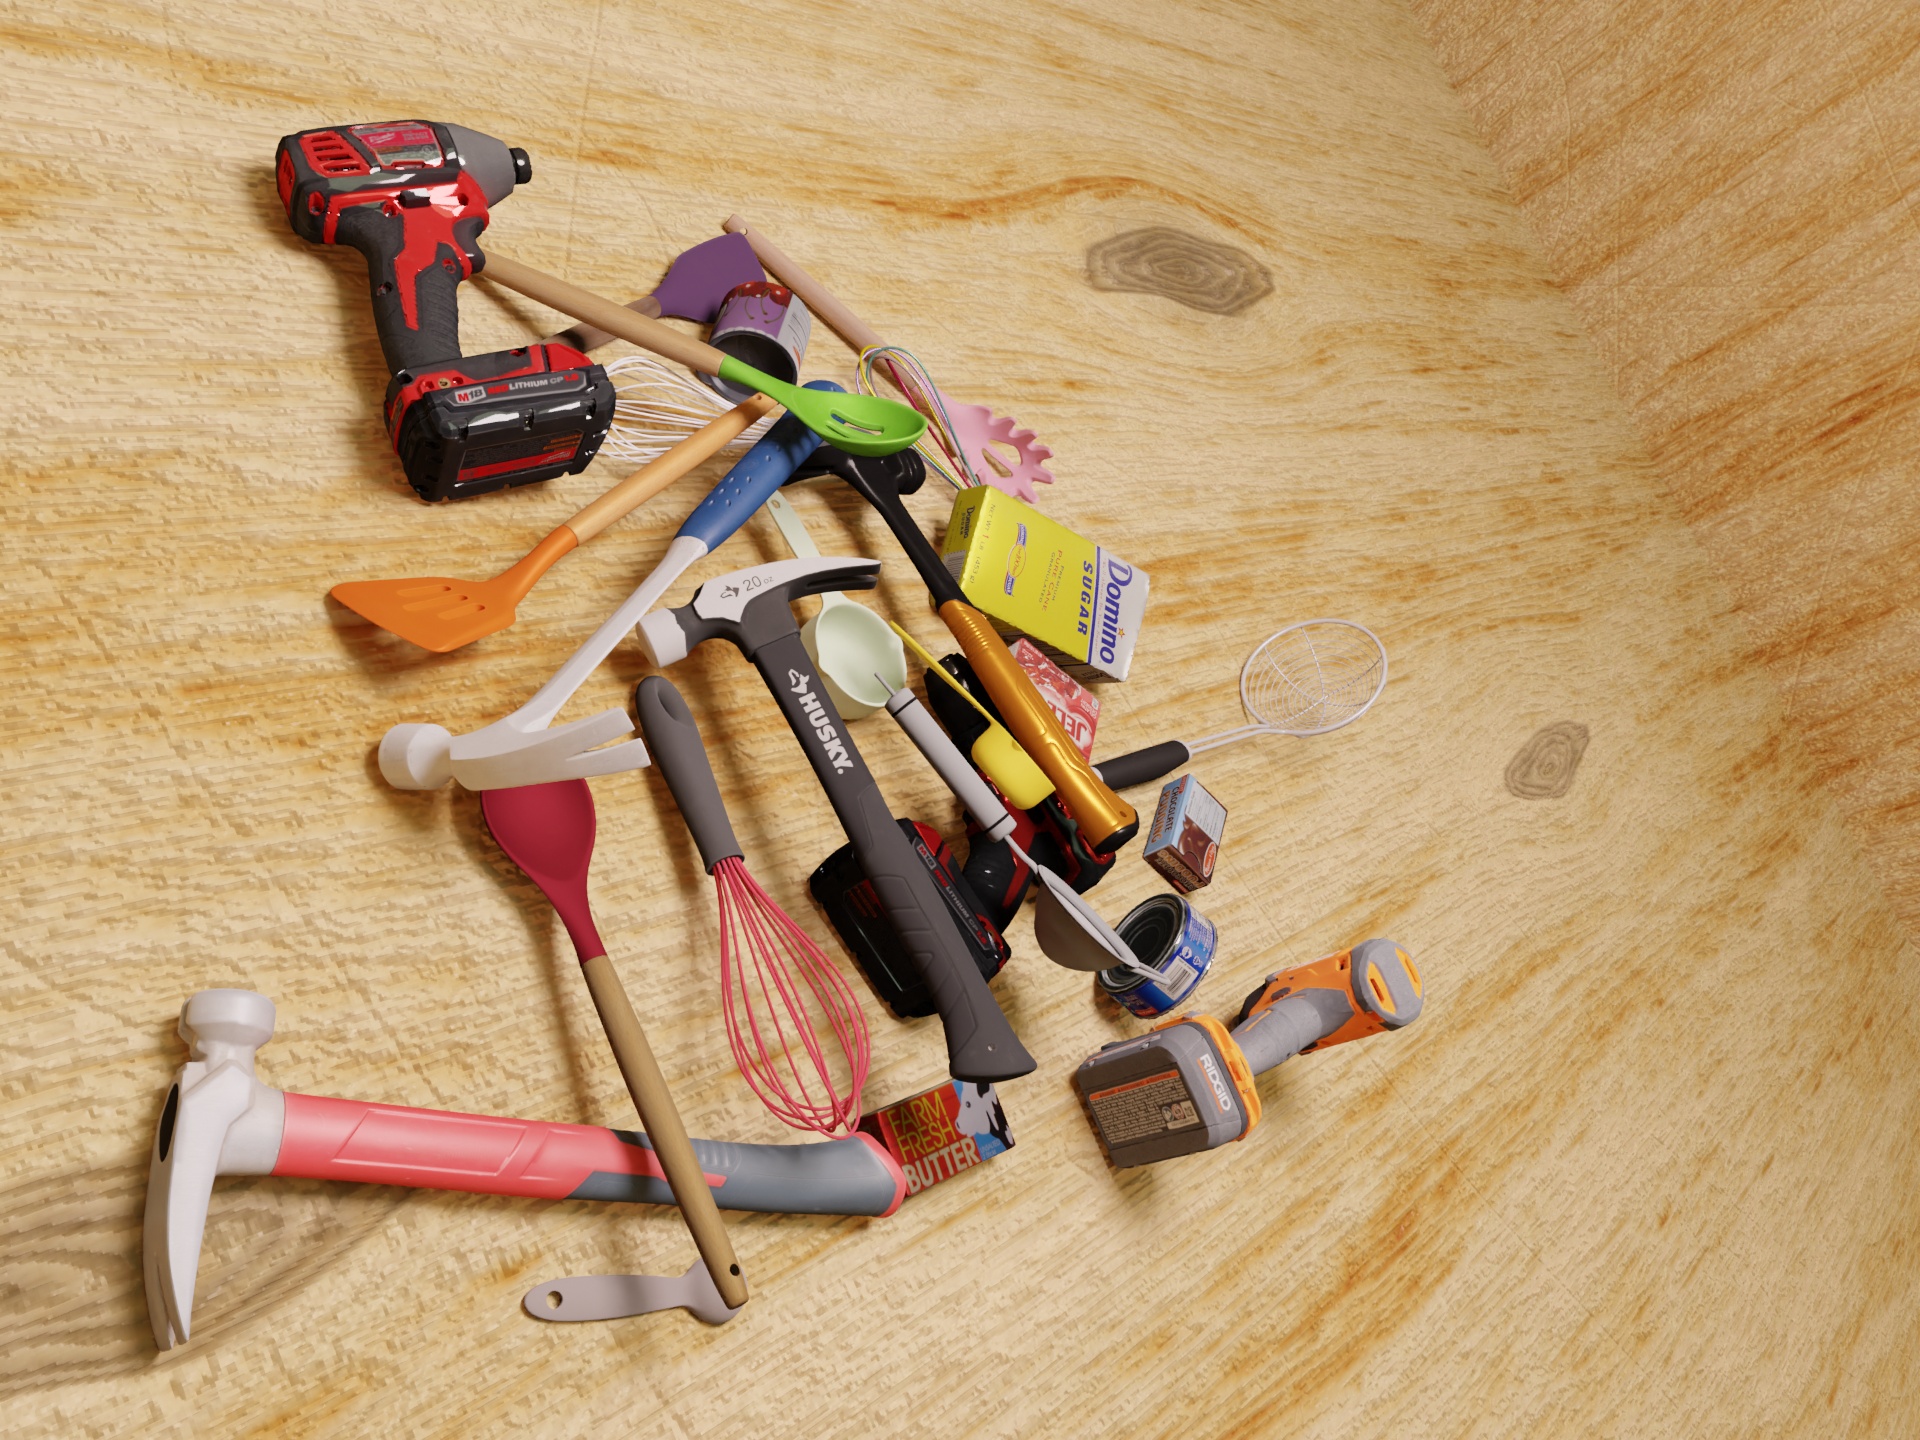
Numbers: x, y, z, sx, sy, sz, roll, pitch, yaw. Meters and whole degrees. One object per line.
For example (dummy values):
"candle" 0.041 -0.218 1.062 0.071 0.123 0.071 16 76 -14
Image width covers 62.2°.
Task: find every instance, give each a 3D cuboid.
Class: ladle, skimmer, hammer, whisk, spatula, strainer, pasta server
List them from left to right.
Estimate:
"hammer" -0.182 0.229 0.767 0.386 0.038 0.143 19 55 -38
"spatula" -0.210 -0.125 0.920 0.081 0.041 0.323 27 48 21
"ladle" -0.172 0.143 0.797 0.069 0.031 0.316 -1 55 -49
"spatula" -0.219 -0.266 1.058 0.316 0.018 0.059 -45 113 -50
"hammer" -0.156 -0.093 0.913 0.406 0.144 0.035 -59 139 -46
"whisk" -0.123 0.097 0.882 0.073 0.073 0.296 0 55 -46
"whisk" -0.145 -0.194 1.065 0.284 0.070 0.070 -1 67 -51
"hammer" -0.048 0.054 0.906 0.146 0.035 0.335 -25 75 -18
"pasta server" -0.053 -0.277 1.223 0.316 0.060 0.040 38 2 -20
"whisk" 0.004 -0.188 1.219 0.244 0.051 0.047 51 16 -18
"hammer" 0.009 -0.053 1.067 0.127 0.034 0.337 -13 64 -53
"strainer" 0.028 0.073 0.965 0.258 0.050 0.087 51 5 1
"skimmer" 0.218 -0.014 1.297 0.363 0.127 0.090 -15 119 -45

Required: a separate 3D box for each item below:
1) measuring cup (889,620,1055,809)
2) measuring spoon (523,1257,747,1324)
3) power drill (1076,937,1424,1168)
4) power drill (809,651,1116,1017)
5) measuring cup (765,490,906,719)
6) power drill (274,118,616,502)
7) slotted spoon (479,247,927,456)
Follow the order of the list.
"measuring cup" -0.002 -0.003 1.011 0.157 0.029 0.062 46 -2 18
"measuring spoon" -0.154 0.280 0.778 0.124 0.018 0.034 13 58 -40
"power drill" 0.191 0.224 1.087 0.226 0.164 0.084 -18 80 -37
"power drill" 0.000 0.066 1.033 0.188 0.080 0.227 56 37 -3
"measuring cup" -0.097 -0.076 1.051 0.083 0.038 0.167 -22 81 -50
"power drill" -0.286 -0.245 0.909 0.143 0.078 0.220 -19 77 -31
"slotted spoon" -0.170 -0.230 0.983 0.313 0.031 0.070 23 35 -1
